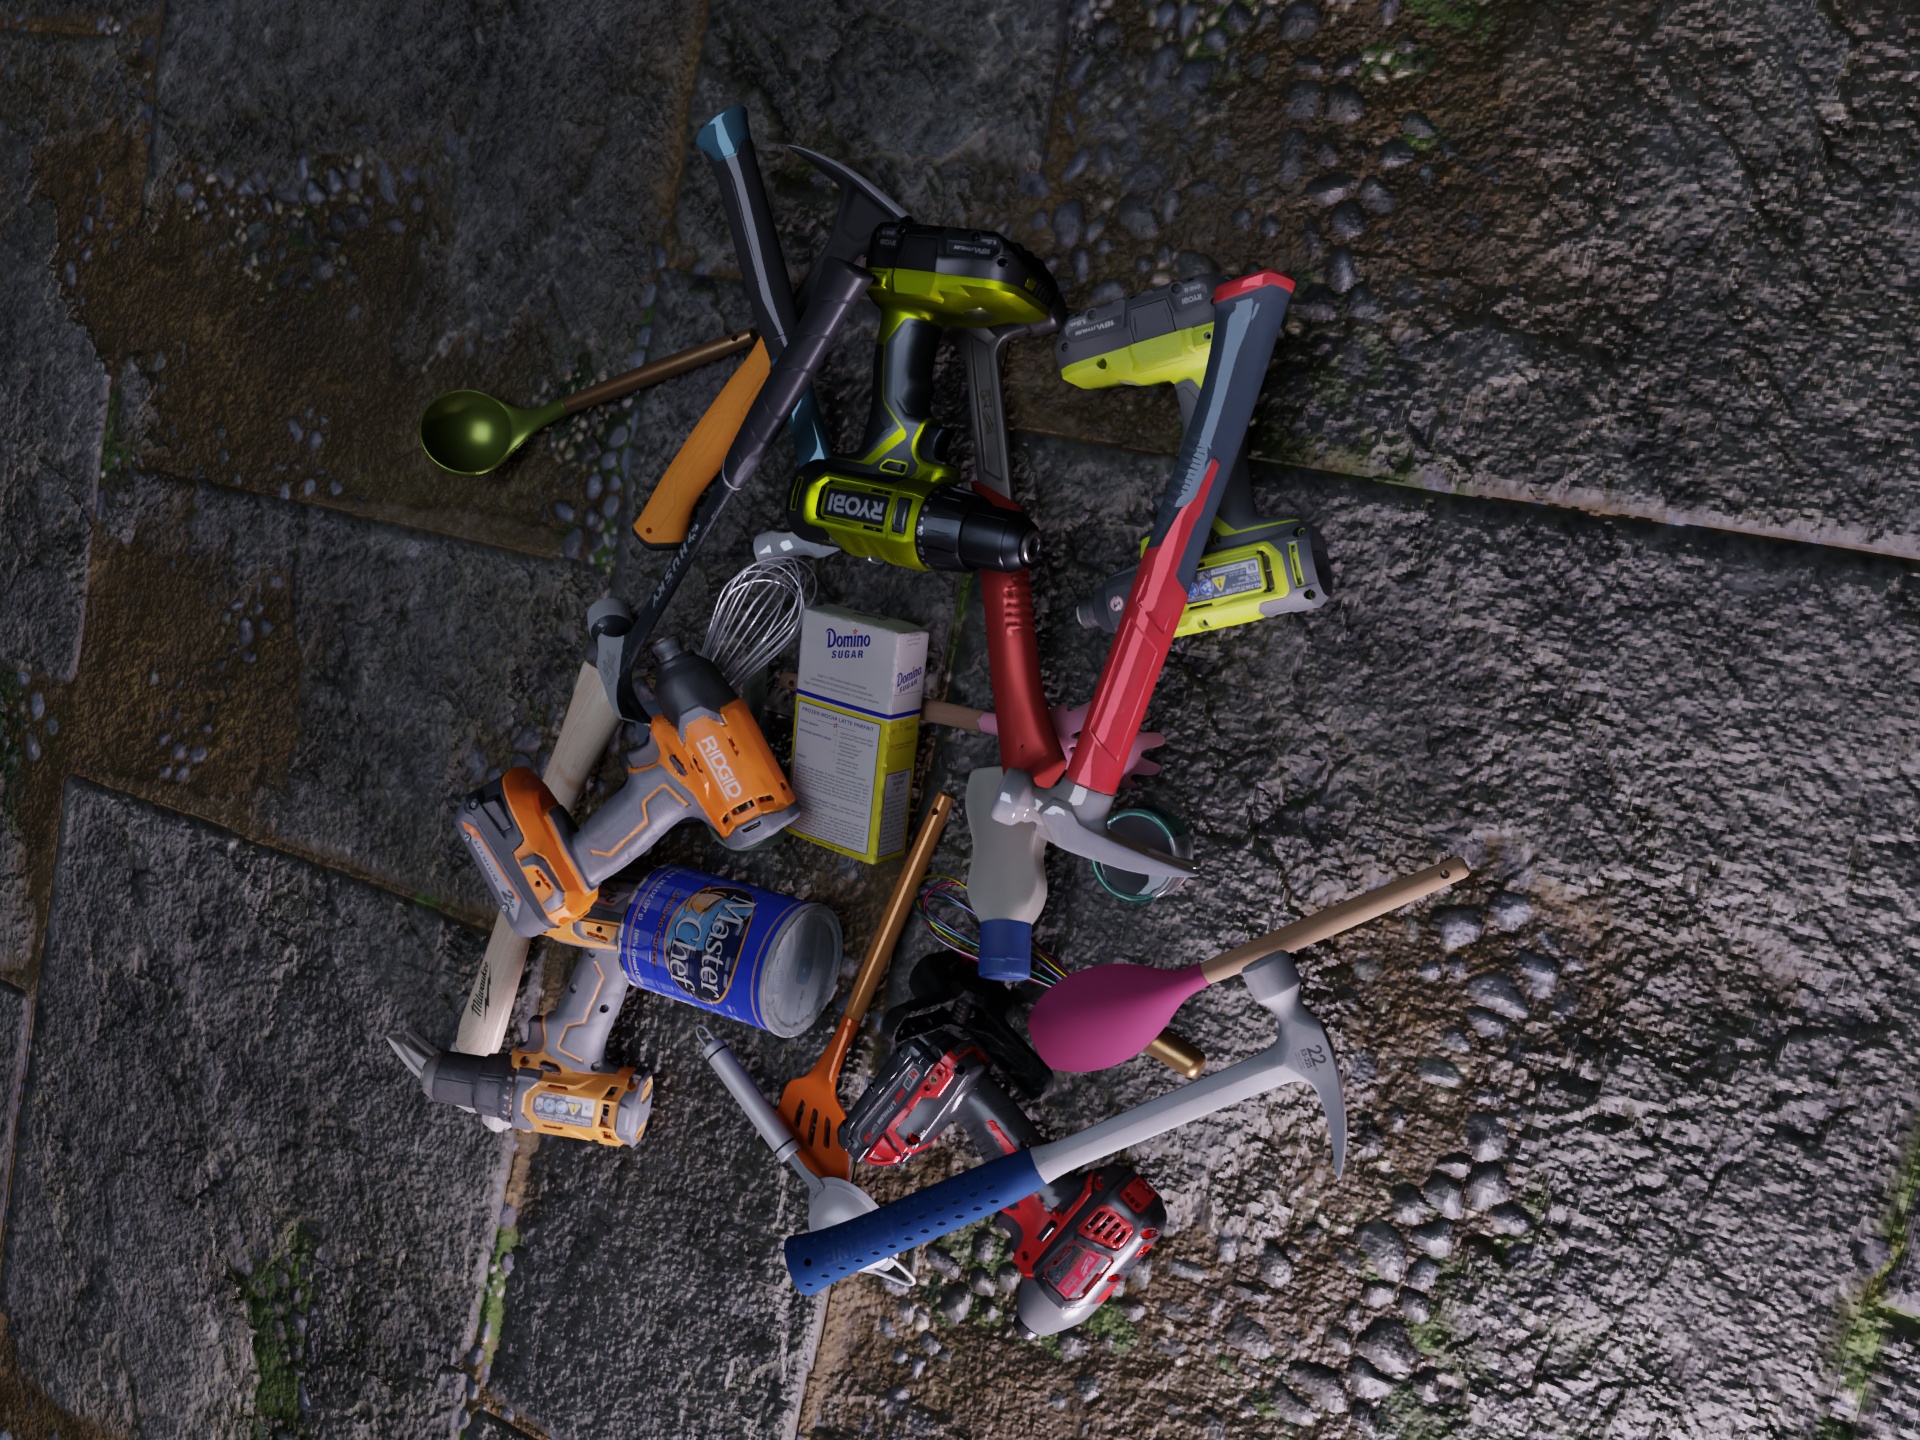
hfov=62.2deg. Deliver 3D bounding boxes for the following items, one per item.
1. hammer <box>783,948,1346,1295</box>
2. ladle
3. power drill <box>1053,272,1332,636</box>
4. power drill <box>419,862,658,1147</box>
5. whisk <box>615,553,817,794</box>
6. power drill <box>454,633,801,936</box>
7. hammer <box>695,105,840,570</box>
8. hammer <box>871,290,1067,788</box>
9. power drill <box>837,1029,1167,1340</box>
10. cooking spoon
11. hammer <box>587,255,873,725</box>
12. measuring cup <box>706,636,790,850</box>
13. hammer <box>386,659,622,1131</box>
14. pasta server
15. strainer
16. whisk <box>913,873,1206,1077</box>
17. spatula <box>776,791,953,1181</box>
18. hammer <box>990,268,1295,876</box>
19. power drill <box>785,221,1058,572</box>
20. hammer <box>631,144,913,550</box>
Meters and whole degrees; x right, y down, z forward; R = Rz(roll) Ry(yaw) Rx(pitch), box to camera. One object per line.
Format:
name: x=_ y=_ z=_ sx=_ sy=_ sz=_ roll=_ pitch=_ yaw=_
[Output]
hammer: x=0.064 y=0.300 z=1.064 sx=0.405 sy=0.035 sz=0.144 roll=-27 pitch=81 yaw=14
ladle: x=-0.310 y=-0.271 z=1.309 sx=0.320 sy=0.062 sz=0.078 roll=-14 pitch=79 yaw=24
power drill: x=0.143 y=-0.169 z=1.068 sx=0.171 sy=0.080 sz=0.223 roll=-11 pitch=89 yaw=26
power drill: x=-0.334 y=0.224 z=1.287 sx=0.185 sy=0.084 sz=0.226 roll=9 pitch=97 yaw=1
whisk: x=-0.201 y=-0.016 z=1.228 sx=0.070 sy=0.070 sz=0.284 roll=46 pitch=114 yaw=19
power drill: x=-0.251 y=0.047 z=1.175 sx=0.226 sy=0.084 sz=0.164 roll=-26 pitch=95 yaw=8
hammer: x=-0.134 y=-0.285 z=1.188 sx=0.128 sy=0.033 sz=0.331 roll=-12 pitch=100 yaw=19
hammer: x=0.021 y=-0.123 z=1.129 sx=0.149 sy=0.036 sz=0.359 roll=-11 pitch=78 yaw=26
power drill: x=0.026 y=0.330 z=1.137 sx=0.220 sy=0.078 sz=0.143 roll=40 pitch=107 yaw=18
cooking spoon: x=0.187 y=0.159 z=1.062 sx=0.319 sy=0.017 sz=0.069 roll=-26 pitch=81 yaw=18
hammer: x=-0.175 y=-0.166 z=1.172 sx=0.408 sy=0.036 sz=0.149 roll=-53 pitch=39 yaw=31
measuring cup: x=-0.156 y=0.020 z=1.248 sx=0.083 sy=0.038 sz=0.168 roll=1 pitch=82 yaw=29
hammer: x=-0.377 y=0.139 z=1.360 sx=0.146 sy=0.038 sz=0.410 roll=27 pitch=102 yaw=26
pasta server: x=-0.002 y=-0.004 z=1.173 sx=0.316 sy=0.040 sz=0.060 roll=12 pitch=96 yaw=30
strainer: x=-0.130 y=0.339 z=1.223 sx=0.258 sy=0.050 sz=0.086 roll=50 pitch=132 yaw=15
whisk: x=0.066 y=0.180 z=1.131 sx=0.245 sy=0.051 sz=0.047 roll=30 pitch=98 yaw=21
spatula: x=-0.068 y=0.203 z=1.211 sx=0.081 sy=0.041 sz=0.322 roll=26 pitch=98 yaw=26
hammer: x=0.146 y=-0.090 z=1.012 sx=0.143 sy=0.038 sz=0.386 roll=20 pitch=102 yaw=6
power drill: x=-0.012 y=-0.215 z=1.097 sx=0.191 sy=0.080 sz=0.228 roll=15 pitch=93 yaw=30
hammer: x=-0.164 y=-0.273 z=1.235 sx=0.127 sy=0.034 sz=0.336 roll=40 pitch=110 yaw=5
